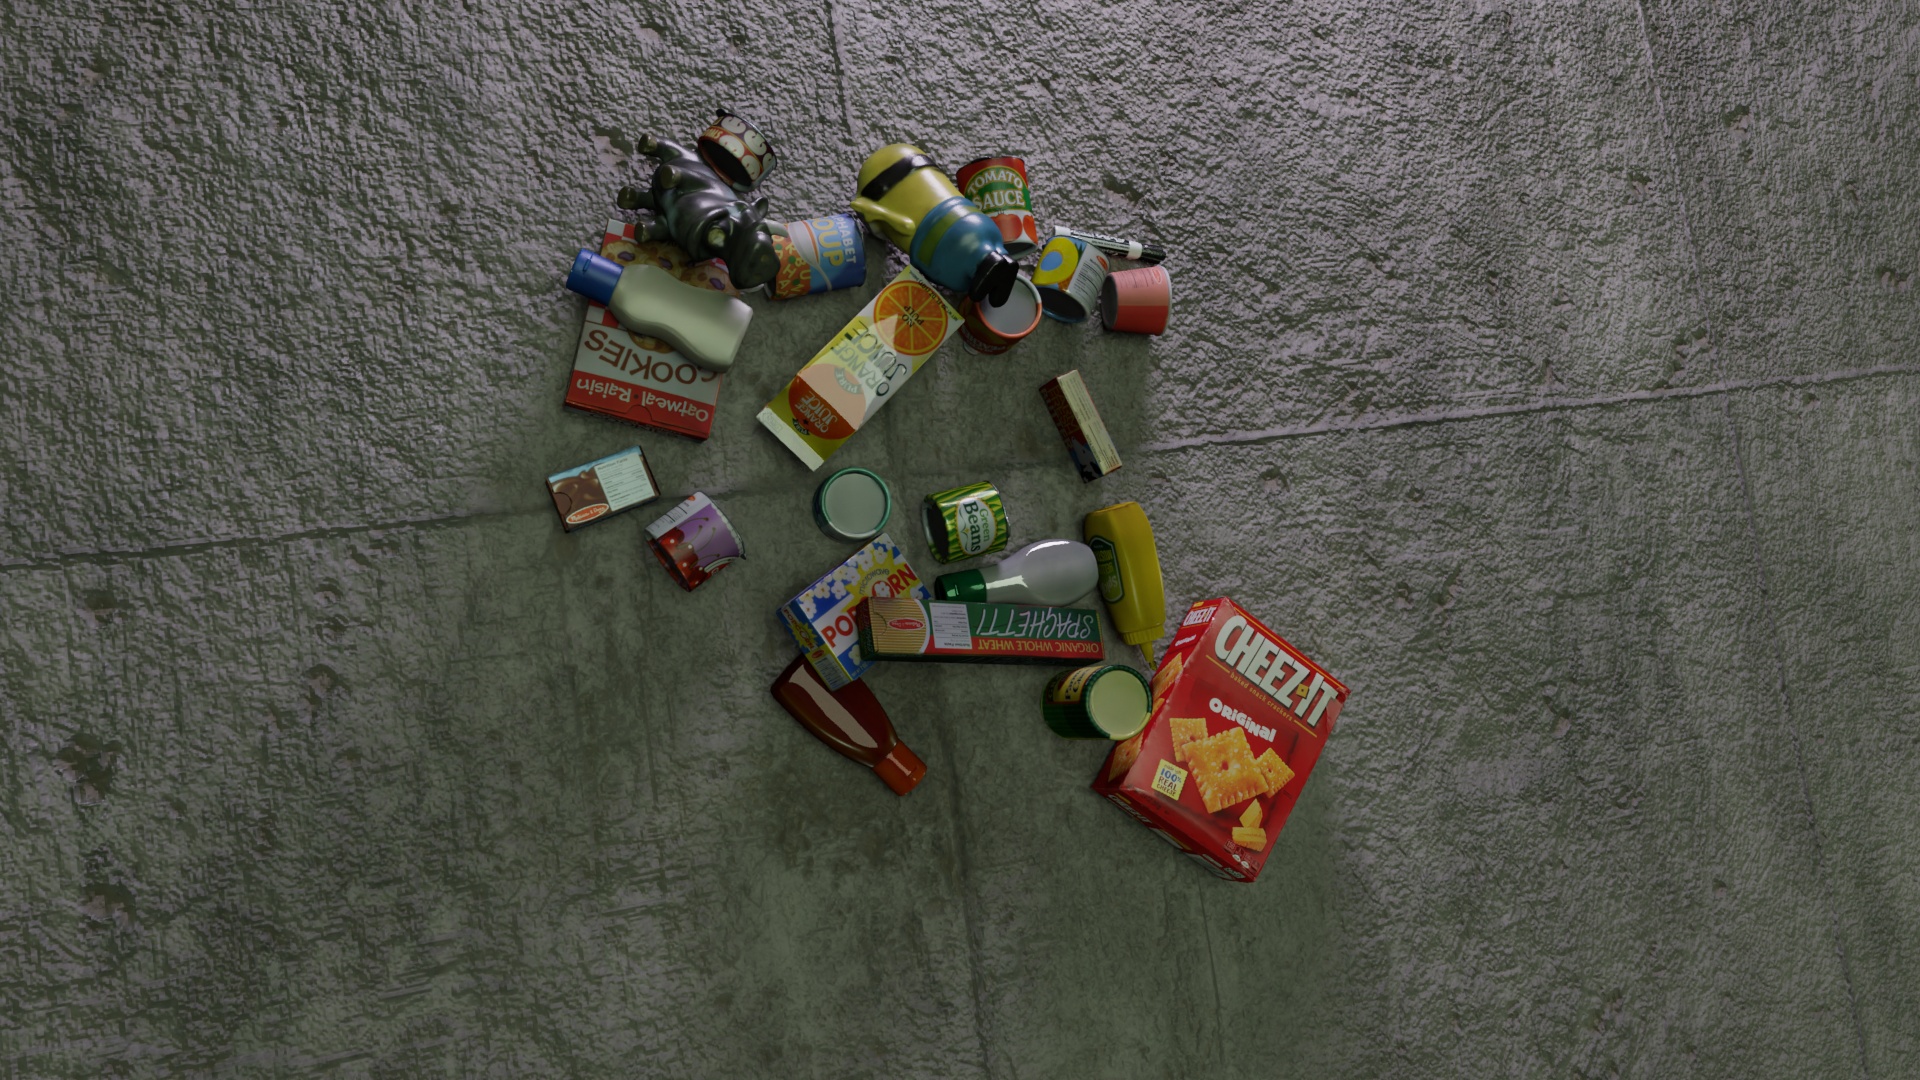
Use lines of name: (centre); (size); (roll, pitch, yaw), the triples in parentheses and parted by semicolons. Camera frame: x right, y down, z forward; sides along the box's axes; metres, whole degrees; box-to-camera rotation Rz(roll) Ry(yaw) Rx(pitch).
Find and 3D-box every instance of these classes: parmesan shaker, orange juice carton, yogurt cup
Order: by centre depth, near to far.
orange juice carton: (-0.091, -0.150, 1.234); (0.072, 0.073, 0.193); (45, 71, -8)
parmesan shaker: (0.124, 0.144, 1.246); (0.071, 0.103, 0.071); (3, 81, -18)
yogurt cup: (0.169, -0.231, 1.342); (0.054, 0.072, 0.072); (-2, 83, -11)

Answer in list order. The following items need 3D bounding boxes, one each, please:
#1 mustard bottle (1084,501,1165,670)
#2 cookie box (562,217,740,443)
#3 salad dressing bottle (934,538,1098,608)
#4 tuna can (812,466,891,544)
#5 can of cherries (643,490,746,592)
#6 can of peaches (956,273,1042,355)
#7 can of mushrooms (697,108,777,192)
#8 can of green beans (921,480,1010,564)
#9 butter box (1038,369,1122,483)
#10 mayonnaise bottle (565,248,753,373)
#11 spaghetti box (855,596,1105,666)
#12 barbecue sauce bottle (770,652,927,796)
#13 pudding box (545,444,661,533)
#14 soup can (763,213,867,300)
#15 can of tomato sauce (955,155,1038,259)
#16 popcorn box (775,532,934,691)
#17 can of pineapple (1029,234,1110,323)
mustard bottle: (0.160, 0.046, 1.296); (0.049, 0.065, 0.160); (-15, 91, -24)
cookie box: (-0.262, -0.179, 1.197); (0.123, 0.040, 0.167); (14, 77, -17)
salad dressing bottle: (0.051, 0.037, 1.270); (0.148, 0.044, 0.064); (-10, 79, -19)
tuna can: (-0.096, -0.034, 1.236); (0.071, 0.032, 0.071); (3, 81, -19)
can of cherries: (-0.223, 0.003, 1.169); (0.058, 0.071, 0.071); (-38, 95, -20)
can of peaches: (0.035, -0.210, 1.295); (0.071, 0.058, 0.071); (3, 81, -19)
can of mushrooms: (-0.200, -0.345, 1.230); (0.071, 0.071, 0.033); (41, 73, -9)
can of green beans: (0.004, -0.016, 1.249); (0.058, 0.071, 0.071); (-14, 87, -20)
butter box: (0.113, -0.107, 1.308); (0.024, 0.053, 0.103); (-26, 90, -17)
mayonnaise bottle: (-0.252, -0.196, 1.161); (0.148, 0.041, 0.065); (23, 73, -13)
spaghetti box: (0.023, 0.082, 1.222); (0.250, 0.028, 0.050); (5, 68, -34)
barbecue sauce bottle: (-0.092, 0.158, 1.202); (0.148, 0.043, 0.065); (46, 64, -8)
pudding box: (-0.301, -0.043, 1.169); (0.084, 0.030, 0.049); (-23, 91, -20)
soup can: (-0.133, -0.254, 1.237); (0.084, 0.071, 0.071); (-14, 87, -20)
can of tomato sauce: (0.035, -0.310, 1.304); (0.071, 0.071, 0.083); (-8, 85, -20)
popcorn box: (-0.088, 0.060, 1.198); (0.085, 0.038, 0.127); (54, 47, -4)
can of pineapple: (0.101, -0.248, 1.321); (0.071, 0.071, 0.058); (27, 75, -13)
